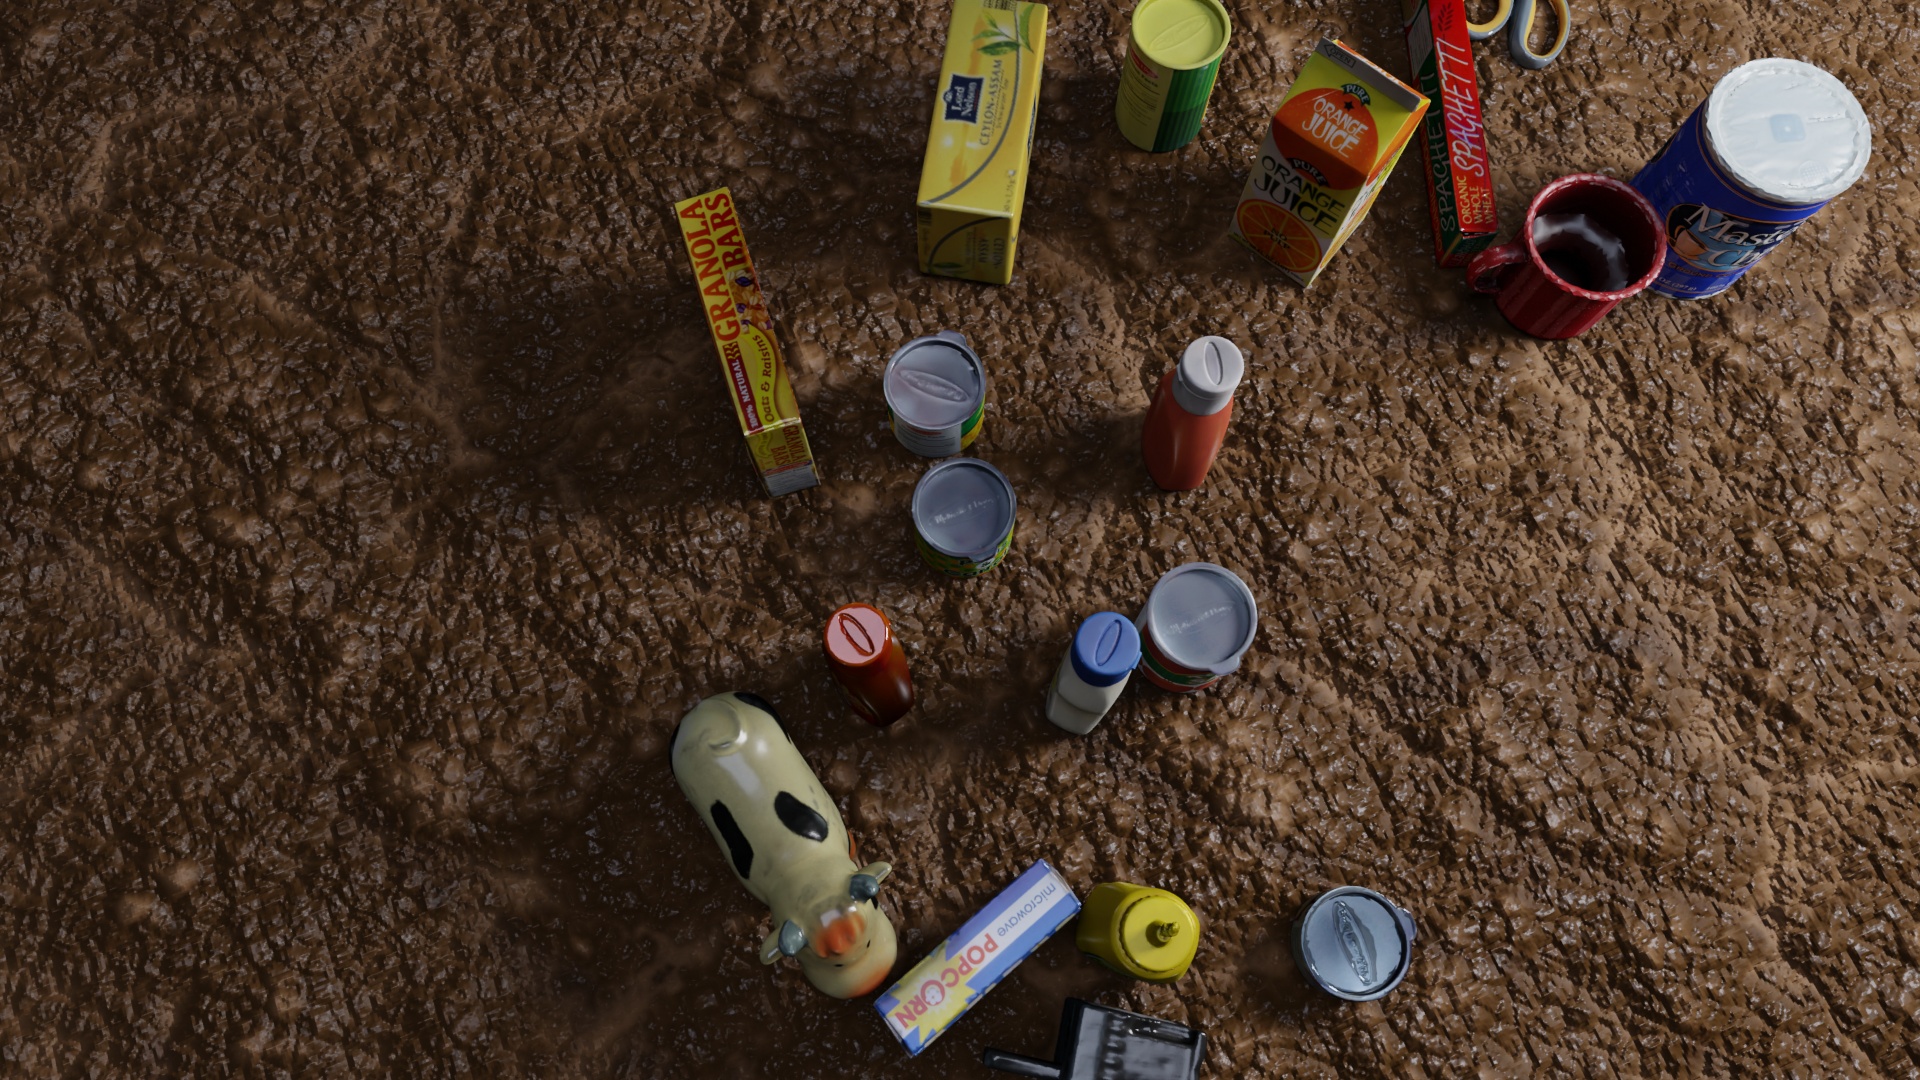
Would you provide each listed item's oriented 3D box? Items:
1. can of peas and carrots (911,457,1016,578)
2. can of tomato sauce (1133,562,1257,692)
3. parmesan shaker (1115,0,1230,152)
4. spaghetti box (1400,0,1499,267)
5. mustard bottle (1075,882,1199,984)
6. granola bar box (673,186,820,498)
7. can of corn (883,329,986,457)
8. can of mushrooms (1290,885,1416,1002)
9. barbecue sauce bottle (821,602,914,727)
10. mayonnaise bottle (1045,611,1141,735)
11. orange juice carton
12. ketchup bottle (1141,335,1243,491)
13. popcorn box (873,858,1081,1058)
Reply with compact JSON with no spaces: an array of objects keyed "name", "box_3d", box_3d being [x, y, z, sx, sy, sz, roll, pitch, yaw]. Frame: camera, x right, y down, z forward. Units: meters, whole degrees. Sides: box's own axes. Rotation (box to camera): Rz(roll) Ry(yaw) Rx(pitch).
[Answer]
[{"name":"can of peas and carrots","box_3d":[0.003,-0.011,0.899,0.071,0.058,0.071,0,74,0]},{"name":"can of tomato sauce","box_3d":[0.145,0.058,0.867,0.071,0.083,0.071,0,74,0]},{"name":"parmesan shaker","box_3d":[0.145,-0.330,0.973,0.071,0.102,0.071,0,74,0]},{"name":"spaghetti box","box_3d":[0.349,-0.318,0.999,0.029,0.050,0.250,-1,73,-1]},{"name":"mustard bottle","box_3d":[0.102,0.220,0.778,0.065,0.159,0.049,21,75,5]},{"name":"granola bar box","box_3d":[-0.137,-0.123,0.897,0.039,0.124,0.166,-18,74,-5]},{"name":"can of corn","box_3d":[-0.016,-0.097,0.925,0.071,0.058,0.071,0,74,0]},{"name":"can of mushrooms","box_3d":[0.237,0.242,0.838,0.071,0.033,0.071,0,73,0]},{"name":"barbecue sauce bottle","box_3d":[-0.057,0.071,0.827,0.044,0.148,0.065,-37,77,-10]},{"name":"mayonnaise bottle","box_3d":[0.080,0.075,0.827,0.041,0.147,0.065,25,75,7]},{"name":"orange juice carton","box_3d":[0.240,-0.251,0.903,0.072,0.192,0.073,37,77,10]},{"name":"ketchup bottle","box_3d":[0.145,-0.082,0.875,0.043,0.148,0.065,-7,74,-2]},{"name":"popcorn box","box_3d":[0.010,0.242,0.809,0.127,0.085,0.038,-39,78,-11]}]
